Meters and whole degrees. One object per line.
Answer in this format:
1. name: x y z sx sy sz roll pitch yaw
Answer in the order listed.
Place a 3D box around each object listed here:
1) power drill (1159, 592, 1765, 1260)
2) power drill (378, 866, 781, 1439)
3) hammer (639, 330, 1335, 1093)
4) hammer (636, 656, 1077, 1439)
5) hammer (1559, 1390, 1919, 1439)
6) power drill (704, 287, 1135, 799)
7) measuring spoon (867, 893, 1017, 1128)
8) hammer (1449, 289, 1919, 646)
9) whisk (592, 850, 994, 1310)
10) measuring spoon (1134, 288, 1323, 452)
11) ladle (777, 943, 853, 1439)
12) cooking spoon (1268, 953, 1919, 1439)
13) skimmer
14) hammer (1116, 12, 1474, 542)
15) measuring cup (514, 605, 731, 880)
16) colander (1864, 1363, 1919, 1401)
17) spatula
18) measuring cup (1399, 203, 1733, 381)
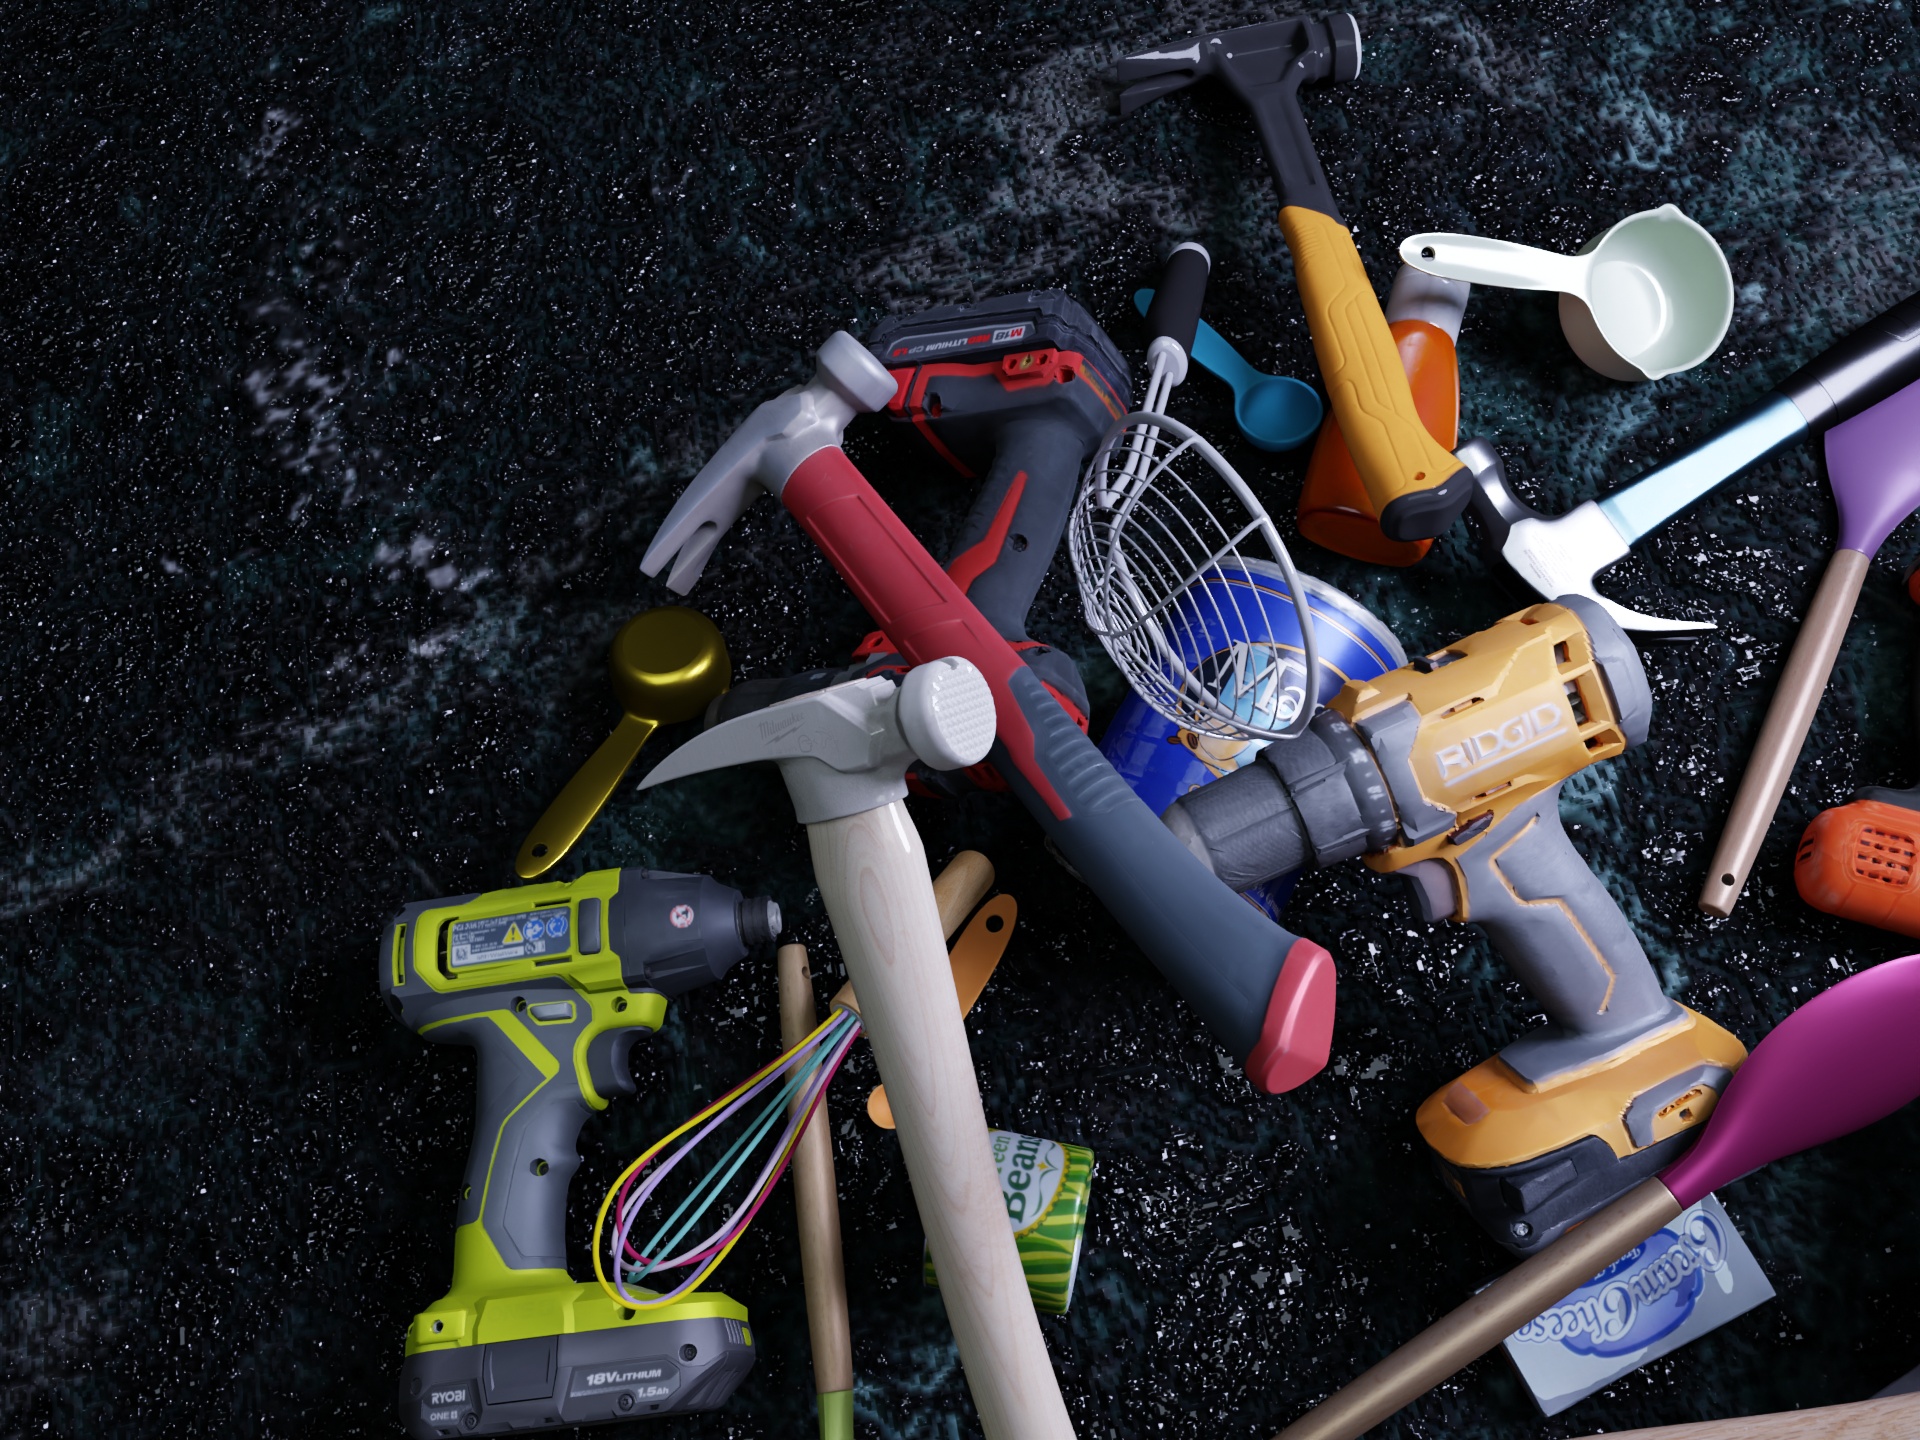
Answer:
1. power drill: 0.190 0.087 0.602 0.185 0.084 0.226 -24 101 -2
2. power drill: -0.155 0.174 0.669 0.171 0.080 0.223 -9 66 4
3. hammer: -0.001 -0.002 0.615 0.143 0.038 0.387 -46 53 10
4. hammer: -0.004 0.188 0.582 0.146 0.038 0.410 -14 94 34
5. hammer: 0.247 0.253 0.541 0.331 0.031 0.130 -23 85 25
6. power drill: -0.019 -0.072 0.727 0.188 0.080 0.227 -1 67 33
7. measuring spoon: -0.006 0.128 0.703 0.021 0.011 0.117 26 72 15
8. hammer: 0.383 -0.145 0.717 0.331 0.033 0.128 -31 81 -5
9. whisk: -0.059 0.133 0.644 0.047 0.051 0.245 37 53 8
10. measuring spoon: 0.129 -0.174 0.794 0.042 0.021 0.129 -33 60 -14
11. ladle: -0.043 0.241 0.642 0.062 0.078 0.320 -21 62 23
12. cooking spoon: 0.234 0.186 0.573 0.319 0.017 0.068 -35 114 2
13. skimmer: 0.109 -0.127 0.664 0.090 0.127 0.364 -6 35 19
14. hammer: 0.165 -0.219 0.756 0.127 0.034 0.337 -10 57 2
15. measuring cup: -0.159 0.006 0.728 0.062 0.029 0.157 19 54 15
16. colander: 0.372 0.198 0.586 0.397 0.204 0.095 -40 27 9
17. spatula: 0.390 -0.053 0.714 0.060 0.018 0.316 23 73 19
18. measuring cup: 0.277 -0.204 0.746 0.167 0.038 0.083 6 88 -10
